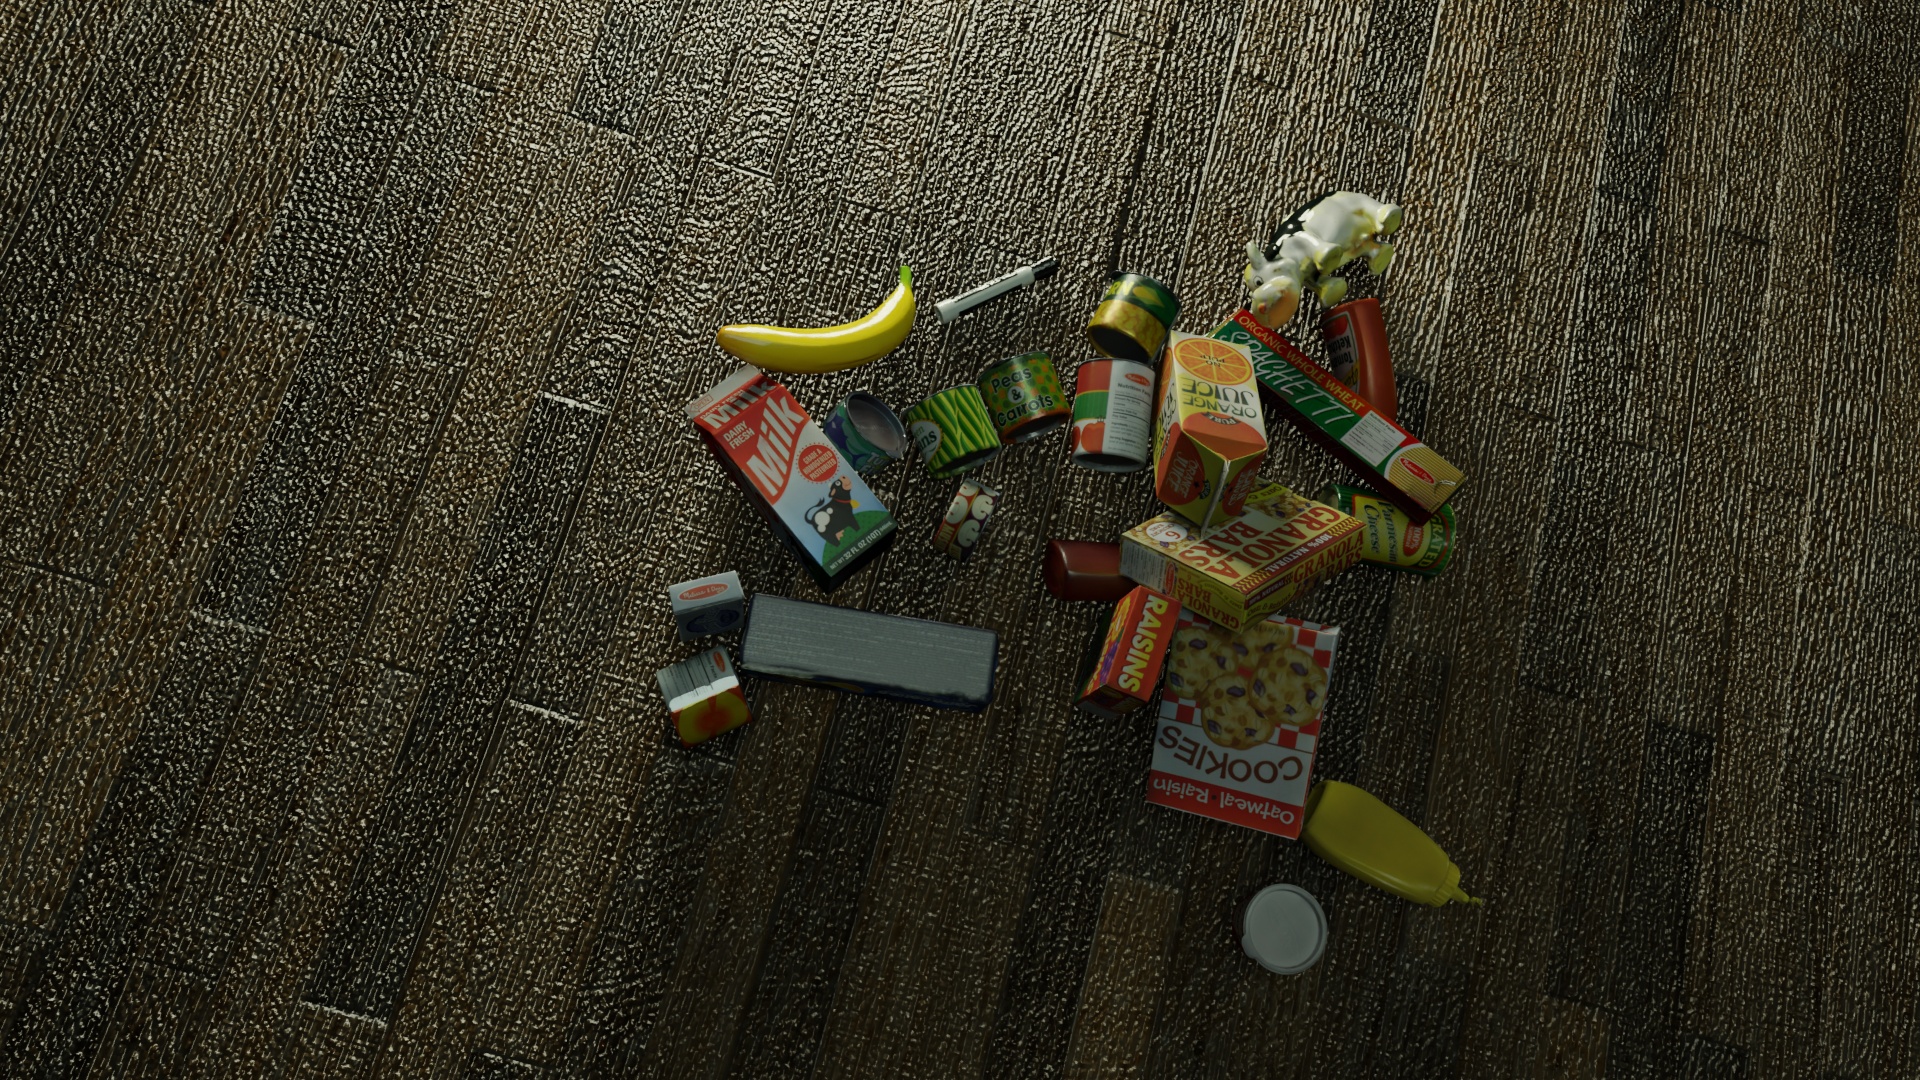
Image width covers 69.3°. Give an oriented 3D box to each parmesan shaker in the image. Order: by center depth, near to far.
[{"bbox_3d":[0.361,-0.006,1.193,0.103,0.071,0.071,10,75,-5],"label":"parmesan shaker"}]

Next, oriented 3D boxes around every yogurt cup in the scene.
[{"bbox_3d":[0.250,0.307,1.103,0.072,0.053,0.072,2,76,-8],"label":"yogurt cup"}]

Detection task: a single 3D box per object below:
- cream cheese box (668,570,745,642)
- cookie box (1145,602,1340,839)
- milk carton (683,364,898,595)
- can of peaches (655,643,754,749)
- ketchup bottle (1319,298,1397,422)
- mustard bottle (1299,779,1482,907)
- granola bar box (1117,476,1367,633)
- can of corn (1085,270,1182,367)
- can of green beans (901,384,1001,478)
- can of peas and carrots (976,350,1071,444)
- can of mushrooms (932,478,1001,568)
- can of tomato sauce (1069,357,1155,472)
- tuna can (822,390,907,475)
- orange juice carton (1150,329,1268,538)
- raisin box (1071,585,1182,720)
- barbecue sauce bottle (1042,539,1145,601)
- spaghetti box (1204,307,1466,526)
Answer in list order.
[{"bbox_3d":[-0.196,0.052,1.080,0.053,0.103,0.024,-13,76,-12],"label":"cream cheese box"},{"bbox_3d":[0.222,0.139,1.096,0.123,0.040,0.167,11,100,19],"label":"cookie box"},{"bbox_3d":[-0.140,-0.055,1.130,0.072,0.073,0.190,-37,83,-15],"label":"milk carton"},{"bbox_3d":[-0.199,0.123,1.082,0.058,0.071,0.071,-22,80,-13],"label":"can of peaches"},{"bbox_3d":[0.359,-0.135,1.228,0.043,0.064,0.149,-10,86,-15],"label":"ketchup bottle"},{"bbox_3d":[0.353,0.258,1.133,0.160,0.048,0.065,32,74,0],"label":"mustard bottle"},{"bbox_3d":[0.228,0.005,1.119,0.166,0.038,0.124,-25,39,-37],"label":"granola bar box"},{"bbox_3d":[0.148,-0.192,1.208,0.071,0.071,0.058,30,75,0],"label":"can of corn"},{"bbox_3d":[-0.006,-0.090,1.162,0.071,0.071,0.058,-20,80,-12],"label":"can of green beans"},{"bbox_3d":[0.054,-0.121,1.175,0.071,0.070,0.059,-19,80,-12],"label":"can of peas and carrots"},{"bbox_3d":[0.004,-0.014,1.143,0.033,0.071,0.071,27,74,0],"label":"can of mushrooms"},{"bbox_3d":[0.128,-0.105,1.184,0.071,0.071,0.083,8,79,-6],"label":"can of tomato sauce"},{"bbox_3d":[-0.078,-0.087,1.150,0.071,0.032,0.071,32,34,-25],"label":"tuna can"},{"bbox_3d":[0.201,-0.087,1.138,0.073,0.071,0.194,11,40,-5],"label":"orange juice carton"},{"bbox_3d":[0.131,0.092,1.105,0.040,0.123,0.086,23,74,-1],"label":"raisin box"},{"bbox_3d":[0.147,0.027,1.159,0.149,0.065,0.043,3,116,-15],"label":"barbecue sauce bottle"},{"bbox_3d":[0.317,-0.110,1.195,0.050,0.028,0.250,-41,67,-15],"label":"spaghetti box"}]
